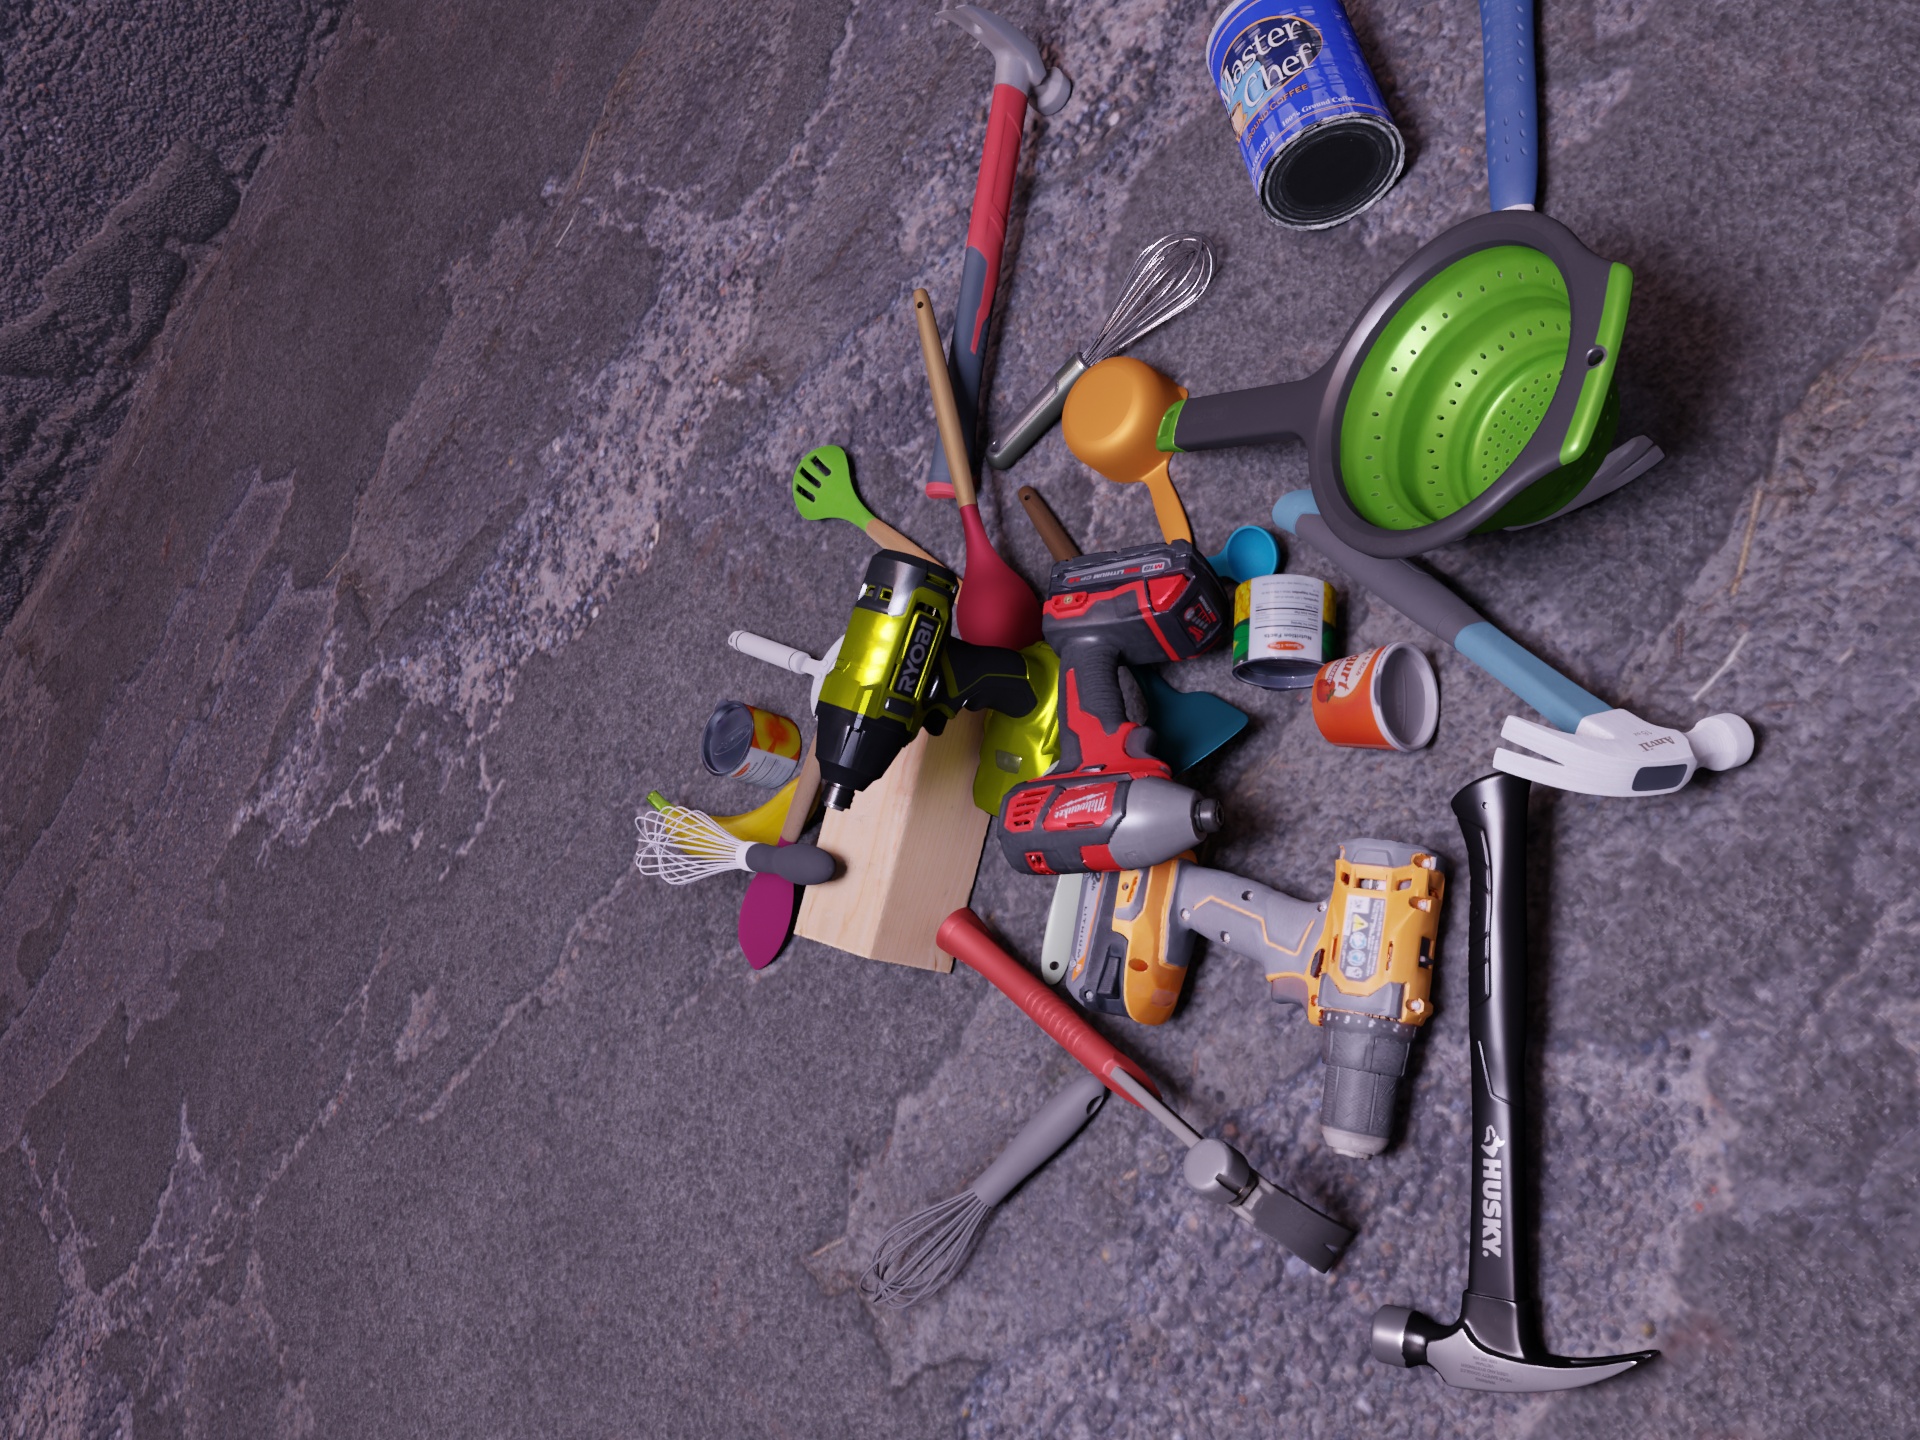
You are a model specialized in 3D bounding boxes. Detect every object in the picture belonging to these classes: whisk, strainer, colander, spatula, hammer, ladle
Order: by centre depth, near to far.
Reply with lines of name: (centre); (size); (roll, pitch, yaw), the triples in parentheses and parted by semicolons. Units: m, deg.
hammer: (0.300, 0.194, 0.871); (0.146, 0.035, 0.335); (-4, 80, 40)
hammer: (0.298, -0.057, 0.948); (0.331, 0.128, 0.033); (-129, 35, -47)
colander: (0.265, -0.182, 0.980); (0.397, 0.094, 0.204); (9, 82, 62)
hammer: (0.359, -0.315, 1.011); (0.144, 0.035, 0.406); (-10, 70, 40)
hammer: (0.094, 0.219, 1.026); (0.037, 0.149, 0.359); (-52, 38, -3)
whisk: (0.015, 0.324, 1.097); (0.239, 0.055, 0.055); (-47, 50, 14)
spatula: (0.106, -0.076, 1.151); (0.082, 0.044, 0.318); (-36, 52, 9)
whisk: (0.102, -0.280, 1.223); (0.246, 0.059, 0.058); (-43, 40, 29)
ladle: (0.002, -0.190, 1.235); (0.069, 0.031, 0.315); (-17, 79, 22)
whisk: (-0.181, 0.104, 1.249); (0.285, 0.070, 0.070); (0, 76, 53)
hammer: (0.008, -0.372, 1.286); (0.038, 0.143, 0.386); (5, 84, 41)
strainer: (-0.130, -0.048, 1.357); (0.259, 0.050, 0.087); (20, 84, 49)

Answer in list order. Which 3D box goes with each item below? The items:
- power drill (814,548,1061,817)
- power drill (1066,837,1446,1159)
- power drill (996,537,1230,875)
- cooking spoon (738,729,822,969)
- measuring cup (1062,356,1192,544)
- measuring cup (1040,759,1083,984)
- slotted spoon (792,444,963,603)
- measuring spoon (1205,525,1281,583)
power drill: (-0.002, -0.004, 1.099); (0.080, 0.223, 0.171); (17, 88, 44)
power drill: (0.180, 0.160, 0.985); (0.226, 0.084, 0.185); (2, 78, 37)
power drill: (0.109, -0.004, 1.029); (0.143, 0.078, 0.220); (-7, 55, 29)
cooking spoon: (-0.129, 0.072, 1.265); (0.069, 0.017, 0.318); (51, 130, 40)
measuring cup: (0.128, -0.192, 1.164); (0.095, 0.052, 0.174); (-35, 54, 29)
measuring cup: (0.079, 0.107, 1.099); (0.038, 0.083, 0.167); (-94, 15, -83)
slotted spoon: (-0.059, -0.154, 1.338); (0.314, 0.031, 0.070); (41, 106, 40)
measuring spoon: (0.176, -0.106, 1.121); (0.128, 0.021, 0.042); (-14, 89, 47)
